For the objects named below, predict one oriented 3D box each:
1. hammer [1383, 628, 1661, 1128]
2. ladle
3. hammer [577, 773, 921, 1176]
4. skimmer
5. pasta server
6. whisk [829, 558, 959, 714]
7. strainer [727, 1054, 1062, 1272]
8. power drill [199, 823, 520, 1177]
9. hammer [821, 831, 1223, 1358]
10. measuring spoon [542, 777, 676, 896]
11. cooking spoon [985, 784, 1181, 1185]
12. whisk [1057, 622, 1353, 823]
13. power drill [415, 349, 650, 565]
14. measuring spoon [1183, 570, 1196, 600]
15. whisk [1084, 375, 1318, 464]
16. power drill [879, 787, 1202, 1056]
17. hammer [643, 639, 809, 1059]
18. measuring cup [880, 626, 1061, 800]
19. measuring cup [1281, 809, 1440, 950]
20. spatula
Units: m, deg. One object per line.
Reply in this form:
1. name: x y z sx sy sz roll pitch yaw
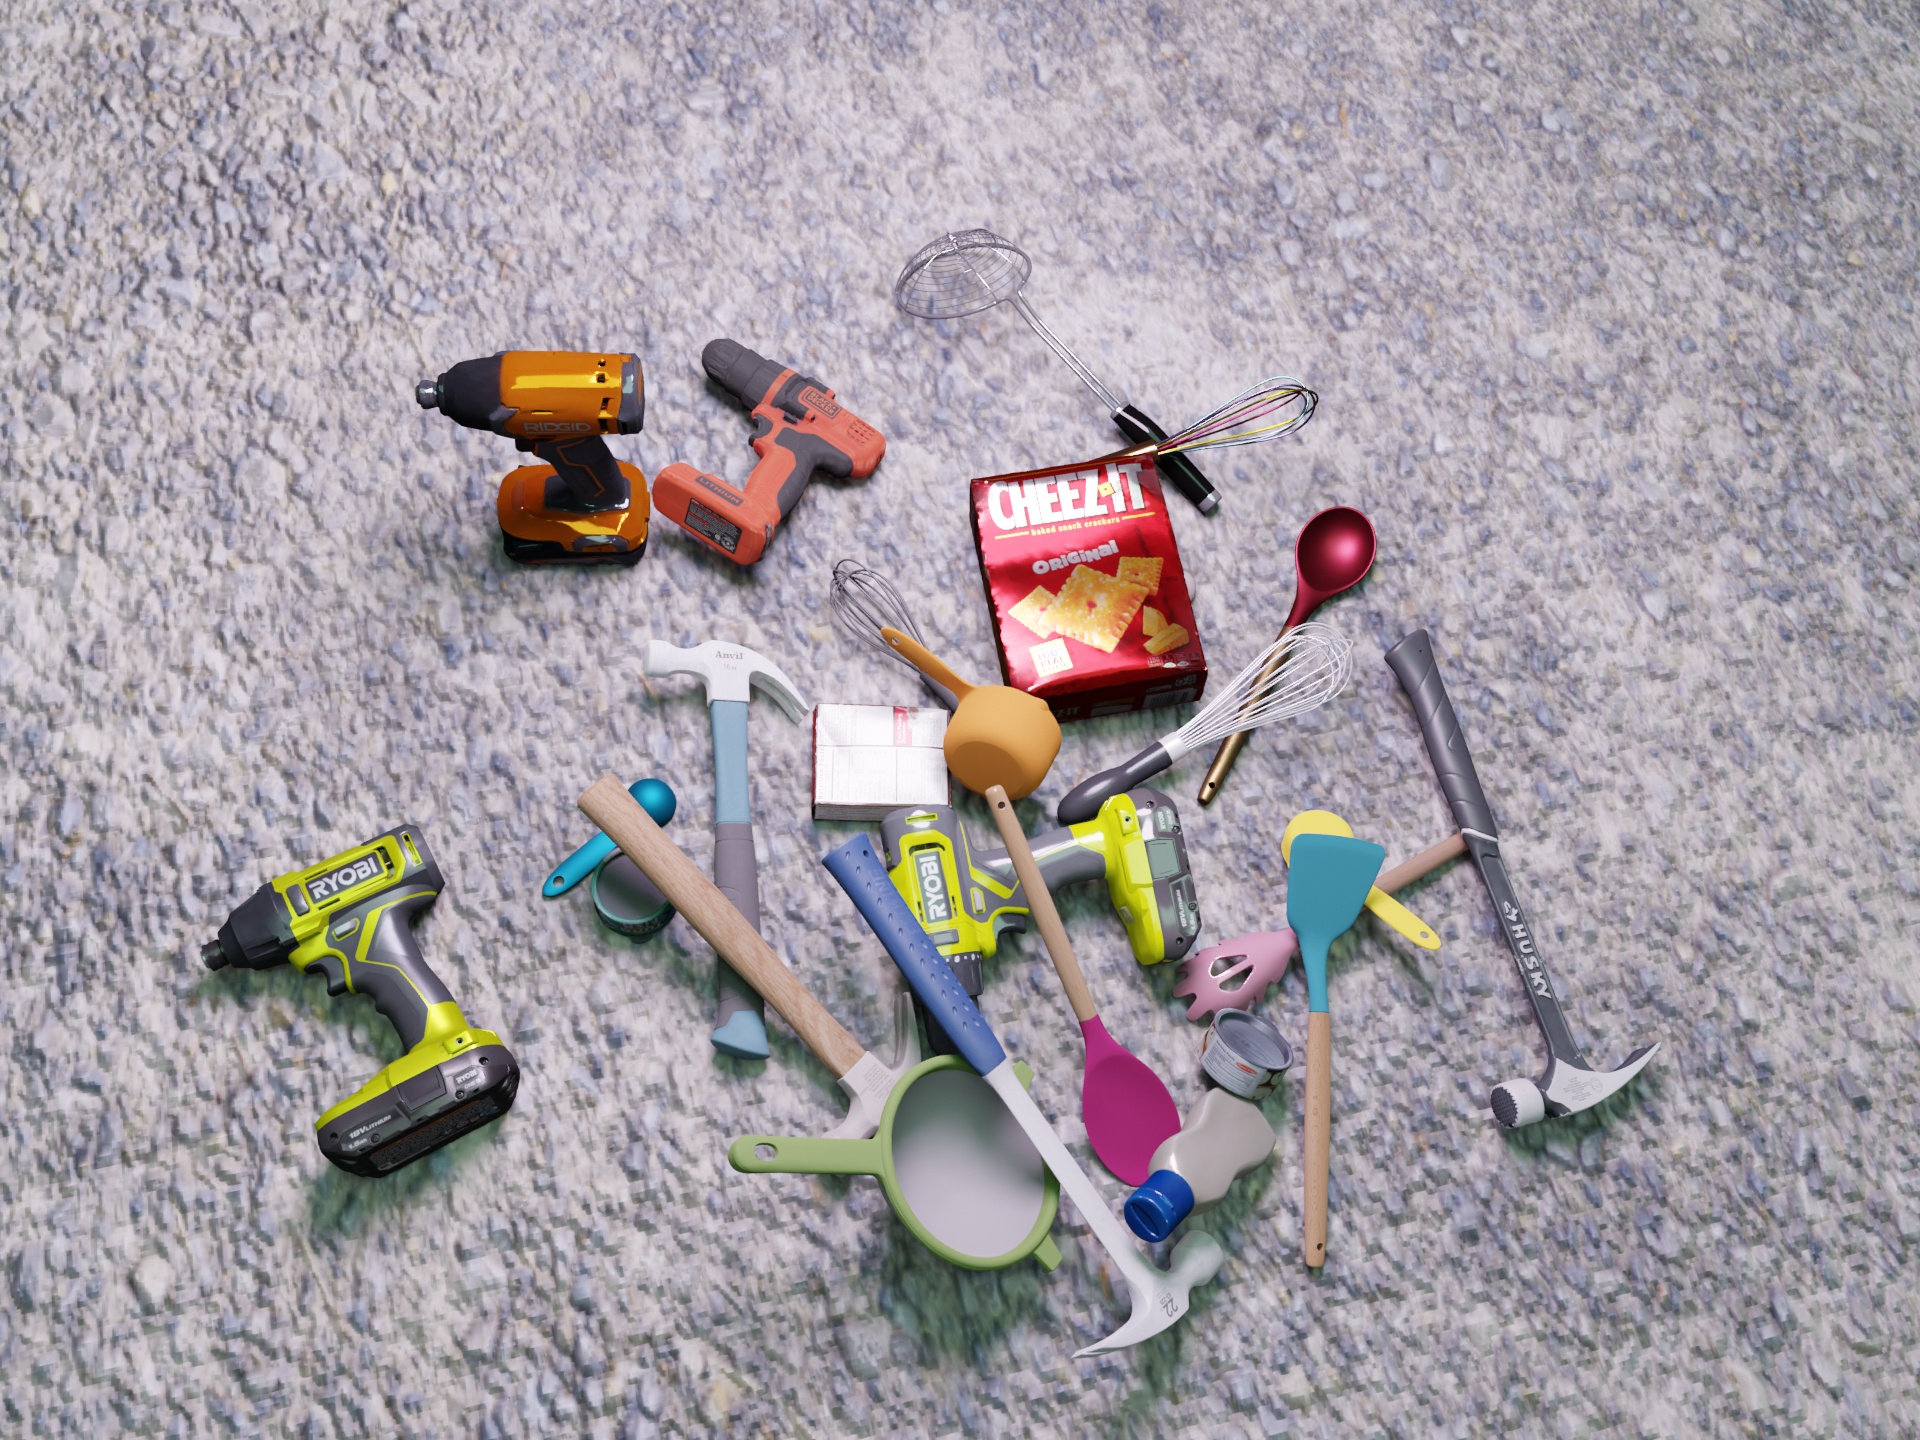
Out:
1. hammer: 0.433 0.112 1.288 0.149 0.036 0.409 -8 70 -19
2. ladle: 0.275 -0.057 1.367 0.069 0.031 0.315 28 67 9
3. hammer: -0.155 0.169 1.168 0.331 0.031 0.130 48 59 -1
4. skimmer: 0.093 -0.314 1.458 0.363 0.090 0.127 46 65 2
5. pasta server: 0.308 0.153 1.279 0.316 0.040 0.060 -25 71 -21
6. whisk: -0.023 -0.044 1.312 0.239 0.055 0.055 45 68 8
7. strainer: -0.052 0.311 1.103 0.256 0.069 0.152 11 55 -31
8. power drill: -0.427 0.202 1.137 0.171 0.080 0.223 -26 68 -18
9. hammer: 0.027 0.257 1.125 0.144 0.035 0.405 -29 81 -46
10. measuring spoon: -0.274 0.090 1.233 0.042 0.021 0.128 42 67 12
11. cooking spoon: 0.084 0.195 1.170 0.069 0.017 0.319 -23 95 -4
12. whisk: 0.201 0.006 1.299 0.284 0.070 0.070 -31 73 -7
13. power drill: -0.326 -0.208 1.247 0.164 0.226 0.084 -1 66 -8
14. measuring spoon: 0.147 -0.132 1.388 0.124 0.018 0.034 17 65 1
15. whisk: 0.192 -0.246 1.388 0.245 0.047 0.051 -17 95 11
16. power drill: 0.061 0.149 1.219 0.228 0.080 0.191 -9 78 -8
17. hammer: -0.176 0.095 1.228 0.128 0.033 0.331 3 68 -22
18. measuring cup: -0.002 -0.004 1.233 0.173 0.095 0.052 38 48 -14
19. measuring cup: 0.320 0.125 1.259 0.062 0.029 0.157 -28 49 -26
20. spatula: 0.275 0.246 1.200 0.082 0.044 0.318 9 74 -18
